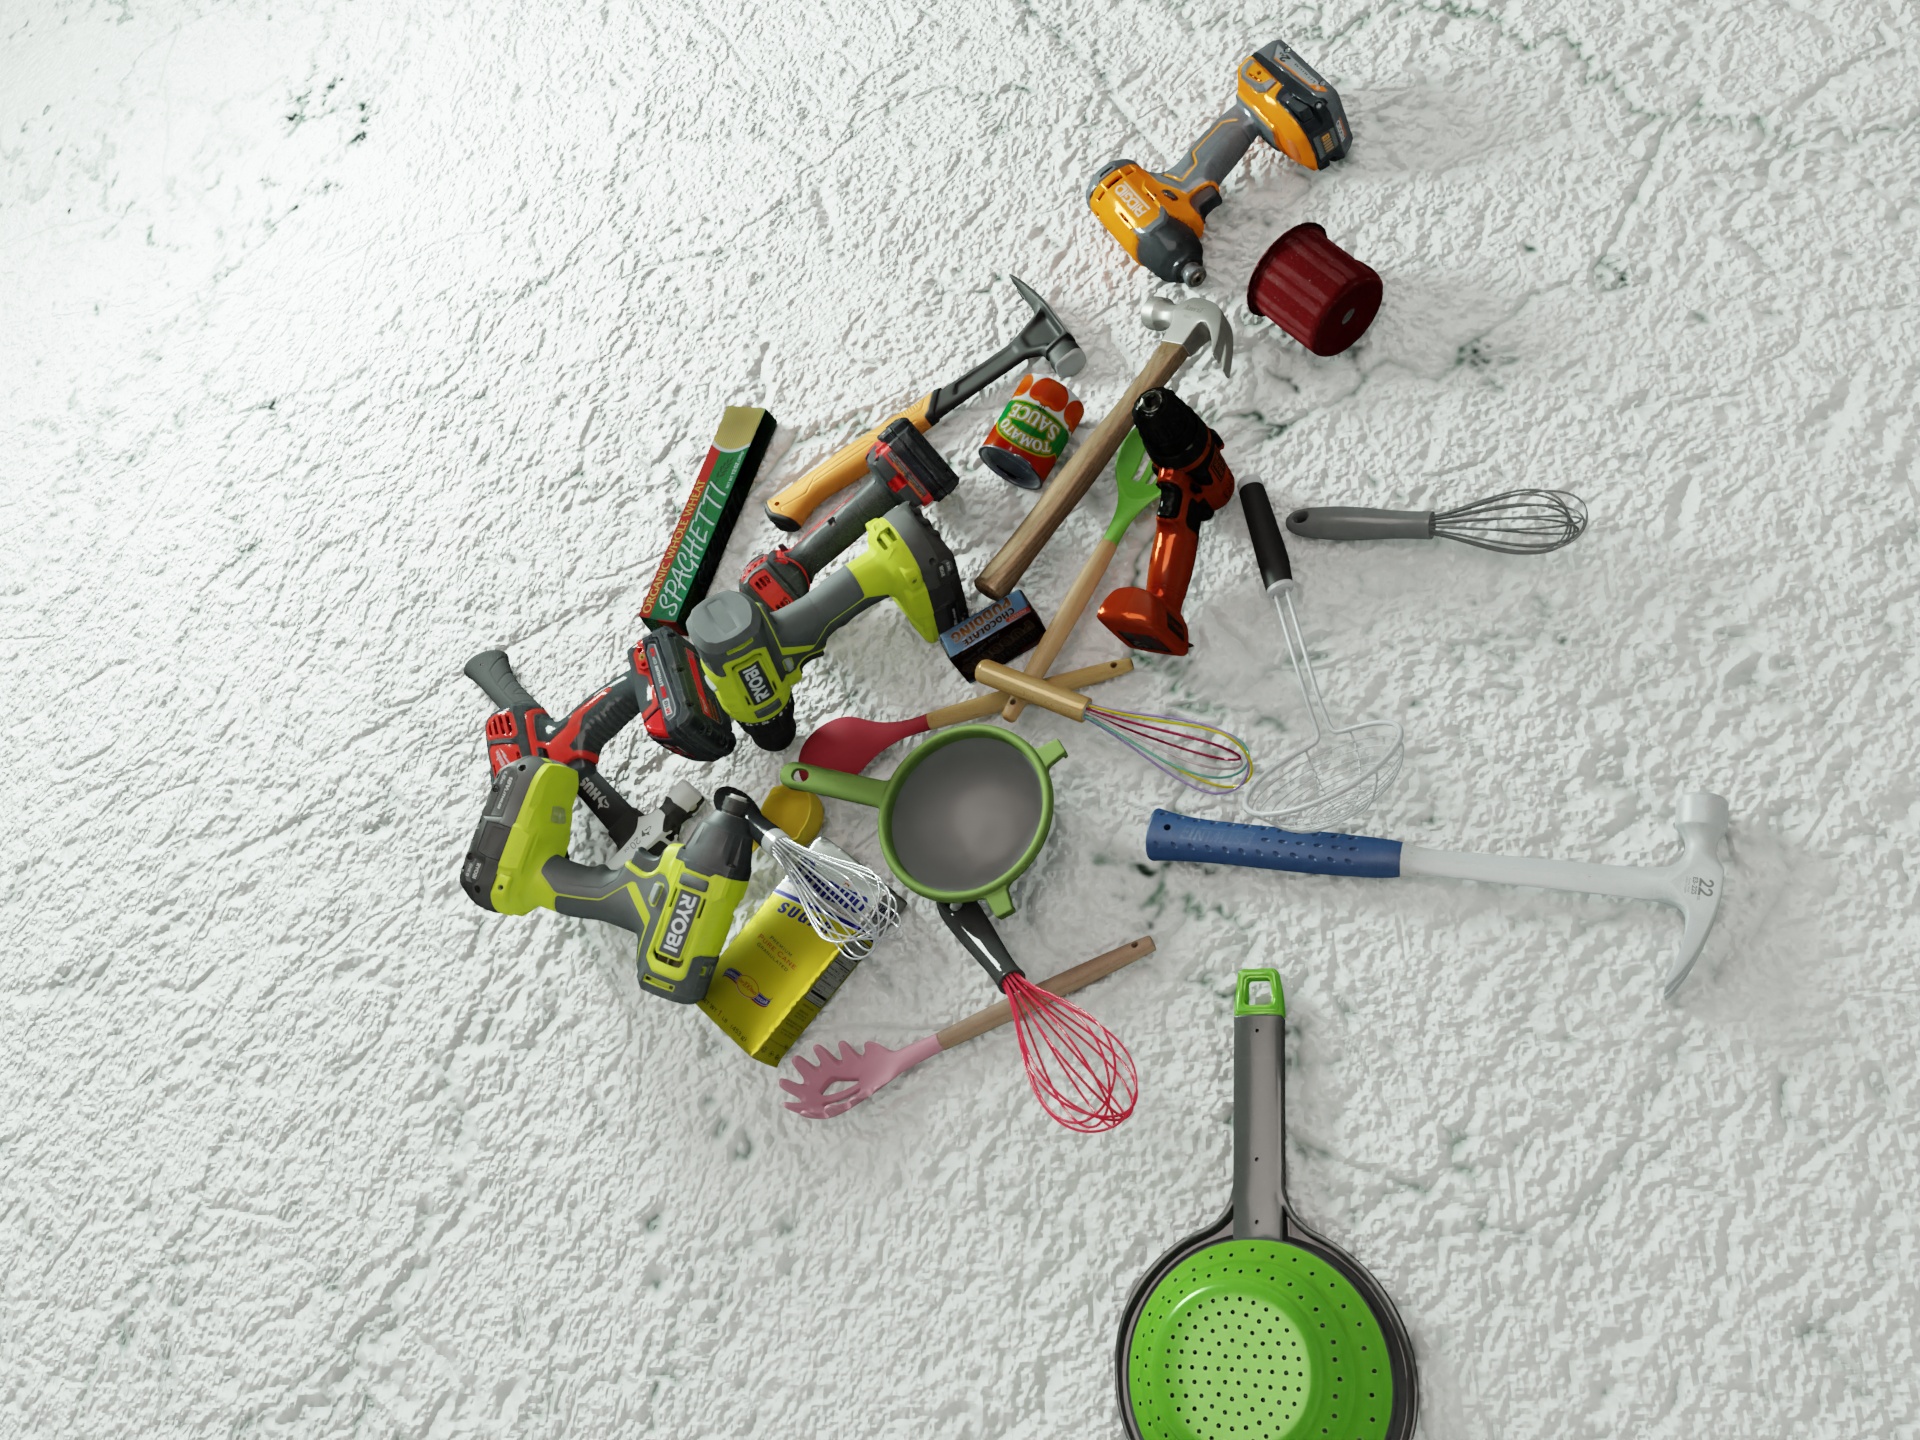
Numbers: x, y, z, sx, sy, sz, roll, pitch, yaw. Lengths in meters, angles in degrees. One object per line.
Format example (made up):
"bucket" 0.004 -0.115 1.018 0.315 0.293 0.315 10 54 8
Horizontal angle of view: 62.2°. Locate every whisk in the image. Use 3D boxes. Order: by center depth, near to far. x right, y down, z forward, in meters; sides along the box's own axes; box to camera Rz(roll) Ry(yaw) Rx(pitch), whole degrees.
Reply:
"whisk" 0.048 0.207 1.193 0.073 0.073 0.296 -42 37 0
"whisk" 0.375 -0.159 1.269 0.239 0.055 0.055 5 68 30
"whisk" 0.123 -0.004 1.284 0.245 0.047 0.051 22 70 20
"whisk" -0.134 0.115 1.303 0.070 0.070 0.285 -51 40 -6

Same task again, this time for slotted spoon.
"slotted spoon" 0.114 -0.132 1.370 0.070 0.031 0.314 20 72 32

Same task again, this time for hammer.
"hammer" 0.332 0.108 1.161 0.405 0.035 0.144 4 67 25
"hammer" 0.124 -0.239 1.395 0.331 0.031 0.130 -53 38 -8
"hammer" -0.385 0.035 1.516 0.146 0.035 0.335 -47 56 -4
"hammer" -0.048 -0.293 1.528 0.337 0.034 0.127 -34 58 6

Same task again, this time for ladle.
"ladle" -0.002 -0.004 1.372 0.315 0.031 0.069 -16 59 14

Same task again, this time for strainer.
"strainer" -0.032 0.075 1.319 0.256 0.069 0.151 10 72 29

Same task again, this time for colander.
"colander" 0.193 0.351 1.067 0.204 0.094 0.397 -6 64 21

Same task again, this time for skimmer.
"skimmer" 0.251 -0.069 1.234 0.127 0.090 0.364 -26 51 24

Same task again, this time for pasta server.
"pasta server" 0.006 0.236 1.242 0.316 0.040 0.060 -26 43 9

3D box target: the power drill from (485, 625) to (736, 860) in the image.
"power drill" -0.318 0.037 1.421 0.226 0.080 0.188 -27 61 13

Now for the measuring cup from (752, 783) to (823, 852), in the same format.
"measuring cup" -0.180 0.117 1.396 0.156 0.029 0.062 -43 51 14

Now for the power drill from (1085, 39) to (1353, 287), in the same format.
"power drill" 0.246 -0.506 1.478 0.226 0.084 0.164 -36 57 9

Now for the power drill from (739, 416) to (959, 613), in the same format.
"power drill" -0.110 -0.175 1.448 0.219 0.143 0.078 -41 101 1

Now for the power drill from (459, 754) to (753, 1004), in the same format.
"power drill" -0.286 0.117 1.320 0.223 0.080 0.171 19 87 15

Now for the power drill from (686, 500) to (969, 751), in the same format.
"power drill" -0.111 -0.073 1.377 0.228 0.190 0.080 -31 57 -9
